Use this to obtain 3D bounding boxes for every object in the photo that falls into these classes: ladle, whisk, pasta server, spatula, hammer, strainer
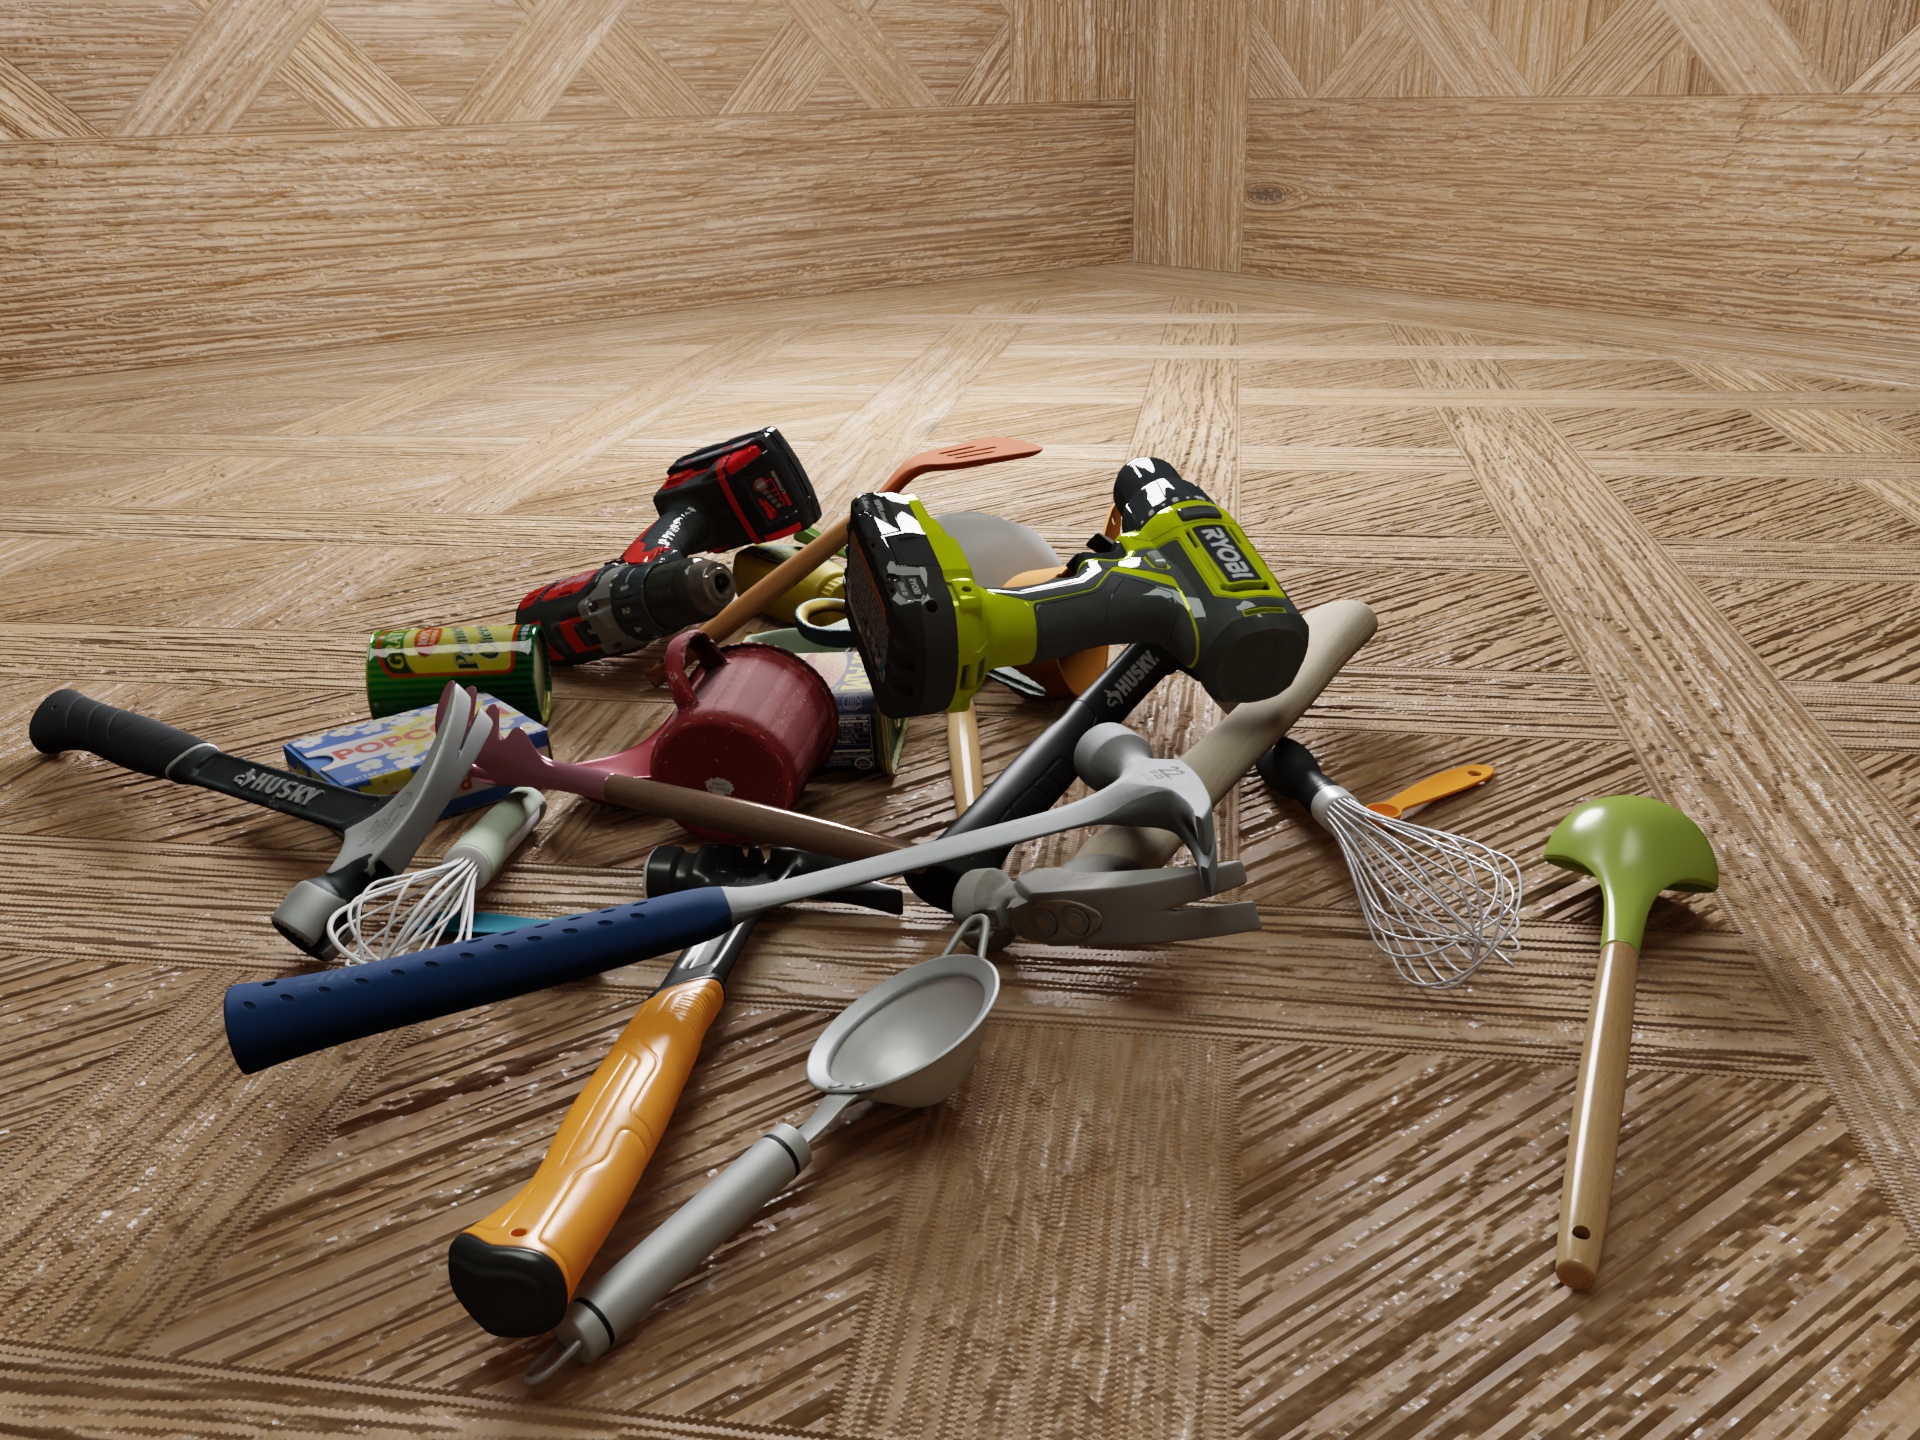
[{"bbox_3d":[-0.174,-0.008,1.019,0.069,0.031,0.315,4,21,8],"label":"ladle"},{"bbox_3d":[0.270,0.122,0.661,0.078,0.062,0.320,10,31,22],"label":"ladle"},{"bbox_3d":[0.202,0.055,0.799,0.070,0.070,0.285,-4,17,-8],"label":"whisk"},{"bbox_3d":[-0.152,0.033,0.811,0.316,0.060,0.040,11,59,27],"label":"pasta server"},{"bbox_3d":[-0.085,-0.119,1.121,0.322,0.041,0.081,-39,29,-12],"label":"spatula"},{"bbox_3d":[-0.417,0.022,0.890,0.409,0.036,0.149,11,56,38],"label":"hammer"},{"bbox_3d":[-0.059,0.156,0.586,0.087,0.050,0.258,-12,16,44],"label":"strainer"},{"bbox_3d":[0.062,0.004,0.890,0.146,0.035,0.335,46,40,1],"label":"hammer"},{"bbox_3d":[0.157,0.011,0.853,0.146,0.038,0.411,-8,17,35],"label":"hammer"},{"bbox_3d":[-0.241,0.075,0.772,0.059,0.058,0.246,24,12,-5],"label":"whisk"},{"bbox_3d":[-0.020,-0.129,1.172,0.256,0.069,0.151,22,12,32],"label":"strainer"},{"bbox_3d":[-0.110,0.126,0.639,0.127,0.034,0.337,1,18,7],"label":"hammer"},{"bbox_3d":[-0.085,0.075,0.655,0.405,0.035,0.144,-13,18,-14],"label":"hammer"}]

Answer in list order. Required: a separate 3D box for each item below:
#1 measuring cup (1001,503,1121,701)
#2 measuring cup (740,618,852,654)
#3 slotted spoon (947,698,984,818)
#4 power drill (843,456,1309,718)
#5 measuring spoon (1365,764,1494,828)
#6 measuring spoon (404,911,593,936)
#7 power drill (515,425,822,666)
[{"bbox_3d":[0.068,-0.085,1.063,0.052,0.095,0.174,-6,43,27],"label":"measuring cup"},{"bbox_3d":[-0.084,-0.046,1.092,0.083,0.038,0.167,13,24,32],"label":"measuring cup"},{"bbox_3d":[-0.002,-0.003,0.994,0.070,0.031,0.314,2,24,-4],"label":"slotted spoon"},{"bbox_3d":[0.056,-0.081,0.879,0.228,0.080,0.191,-6,42,-16],"label":"power drill"},{"bbox_3d":[0.264,0.042,0.889,0.117,0.011,0.021,-16,25,-40],"label":"measuring spoon"},{"bbox_3d":[-0.215,0.106,0.757,0.129,0.021,0.042,0,19,29],"label":"measuring spoon"},{"bbox_3d":[-0.191,-0.123,1.135,0.188,0.080,0.227,-9,29,38],"label":"power drill"}]
